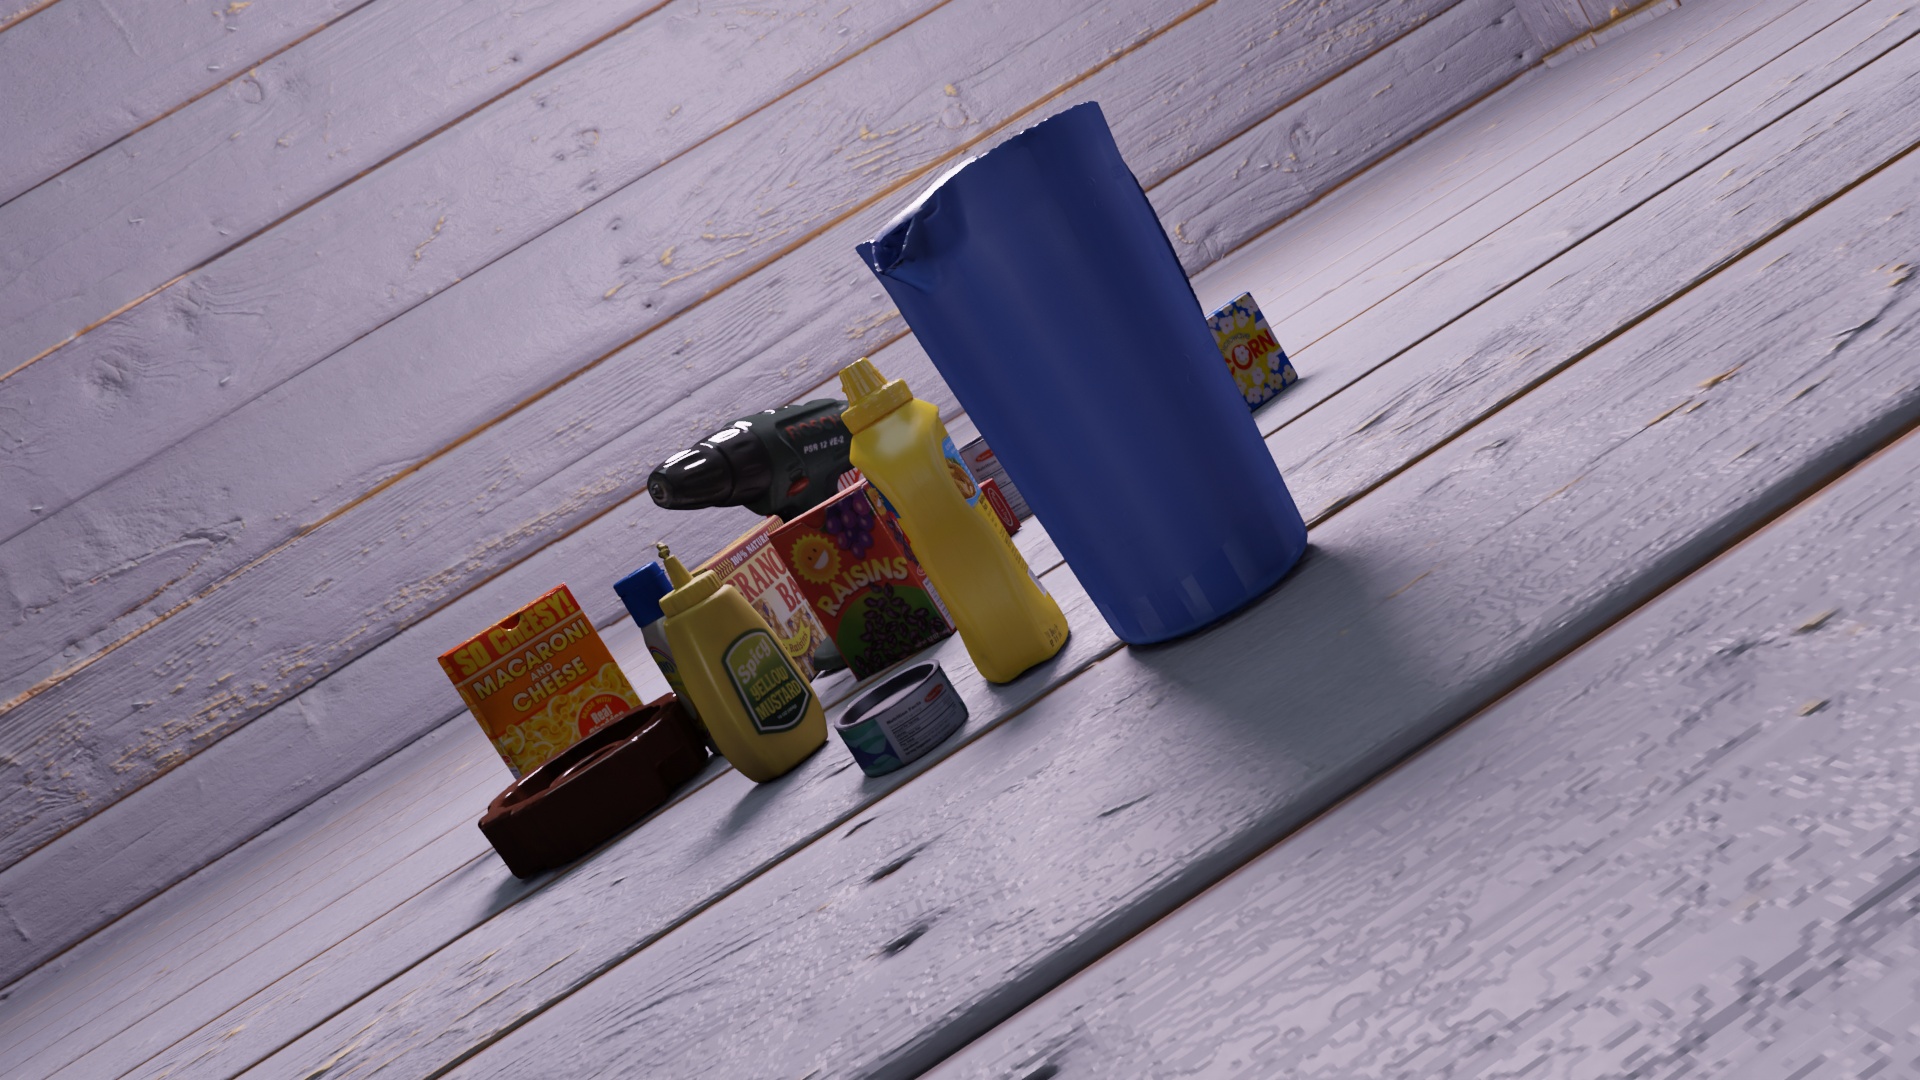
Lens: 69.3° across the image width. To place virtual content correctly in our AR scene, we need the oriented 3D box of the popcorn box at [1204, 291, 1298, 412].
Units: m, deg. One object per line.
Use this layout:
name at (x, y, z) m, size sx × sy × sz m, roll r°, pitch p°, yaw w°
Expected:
popcorn box at (0.206, -0.136, 1.130) m, size 0.127 × 0.085 × 0.038 m, roll -35°, pitch 8°, yaw -27°

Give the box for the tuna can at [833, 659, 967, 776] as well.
tuna can at (-0.033, 0.095, 0.744) m, size 0.071 × 0.033 × 0.071 m, roll -30°, pitch 7°, yaw 4°

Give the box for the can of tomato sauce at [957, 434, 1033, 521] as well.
can of tomato sauce at (0.040, -0.062, 1.300) m, size 0.071 × 0.083 × 0.071 m, roll -30°, pitch 7°, yaw 4°

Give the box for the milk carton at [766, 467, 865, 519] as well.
milk carton at (-0.123, -0.024, 1.274) m, size 0.072 × 0.190 × 0.074 m, roll -27°, pitch 8°, yaw 28°

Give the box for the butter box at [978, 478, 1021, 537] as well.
butter box at (0.004, -0.016, 1.253) m, size 0.024 × 0.053 × 0.103 m, roll -37°, pitch 9°, yaw -39°

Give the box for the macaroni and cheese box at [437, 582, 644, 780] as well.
macaroni and cheese box at (-0.361, 0.140, 1.230) m, size 0.124 × 0.166 × 0.040 m, roll -35°, pitch 8°, yaw -31°

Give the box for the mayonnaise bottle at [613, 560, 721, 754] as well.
mayonnaise bottle at (-0.202, 0.086, 1.023) m, size 0.041 × 0.148 × 0.064 m, roll -35°, pitch 8°, yaw -29°

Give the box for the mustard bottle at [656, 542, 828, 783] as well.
mustard bottle at (-0.144, 0.070, 0.857) m, size 0.048 × 0.160 × 0.065 m, roll -24°, pitch 10°, yaw 45°

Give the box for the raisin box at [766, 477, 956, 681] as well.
raisin box at (-0.067, 0.026, 0.982) m, size 0.086 × 0.123 × 0.040 m, roll -28°, pitch 8°, yaw 23°

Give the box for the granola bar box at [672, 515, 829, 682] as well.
granola bar box at (-0.156, 0.058, 1.124) m, size 0.039 × 0.124 × 0.166 m, roll -29°, pitch 8°, yaw 19°

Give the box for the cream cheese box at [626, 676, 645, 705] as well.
cream cheese box at (-0.355, 0.182, 1.365) m, size 0.024 × 0.053 × 0.104 m, roll -25°, pitch 9°, yaw 41°
